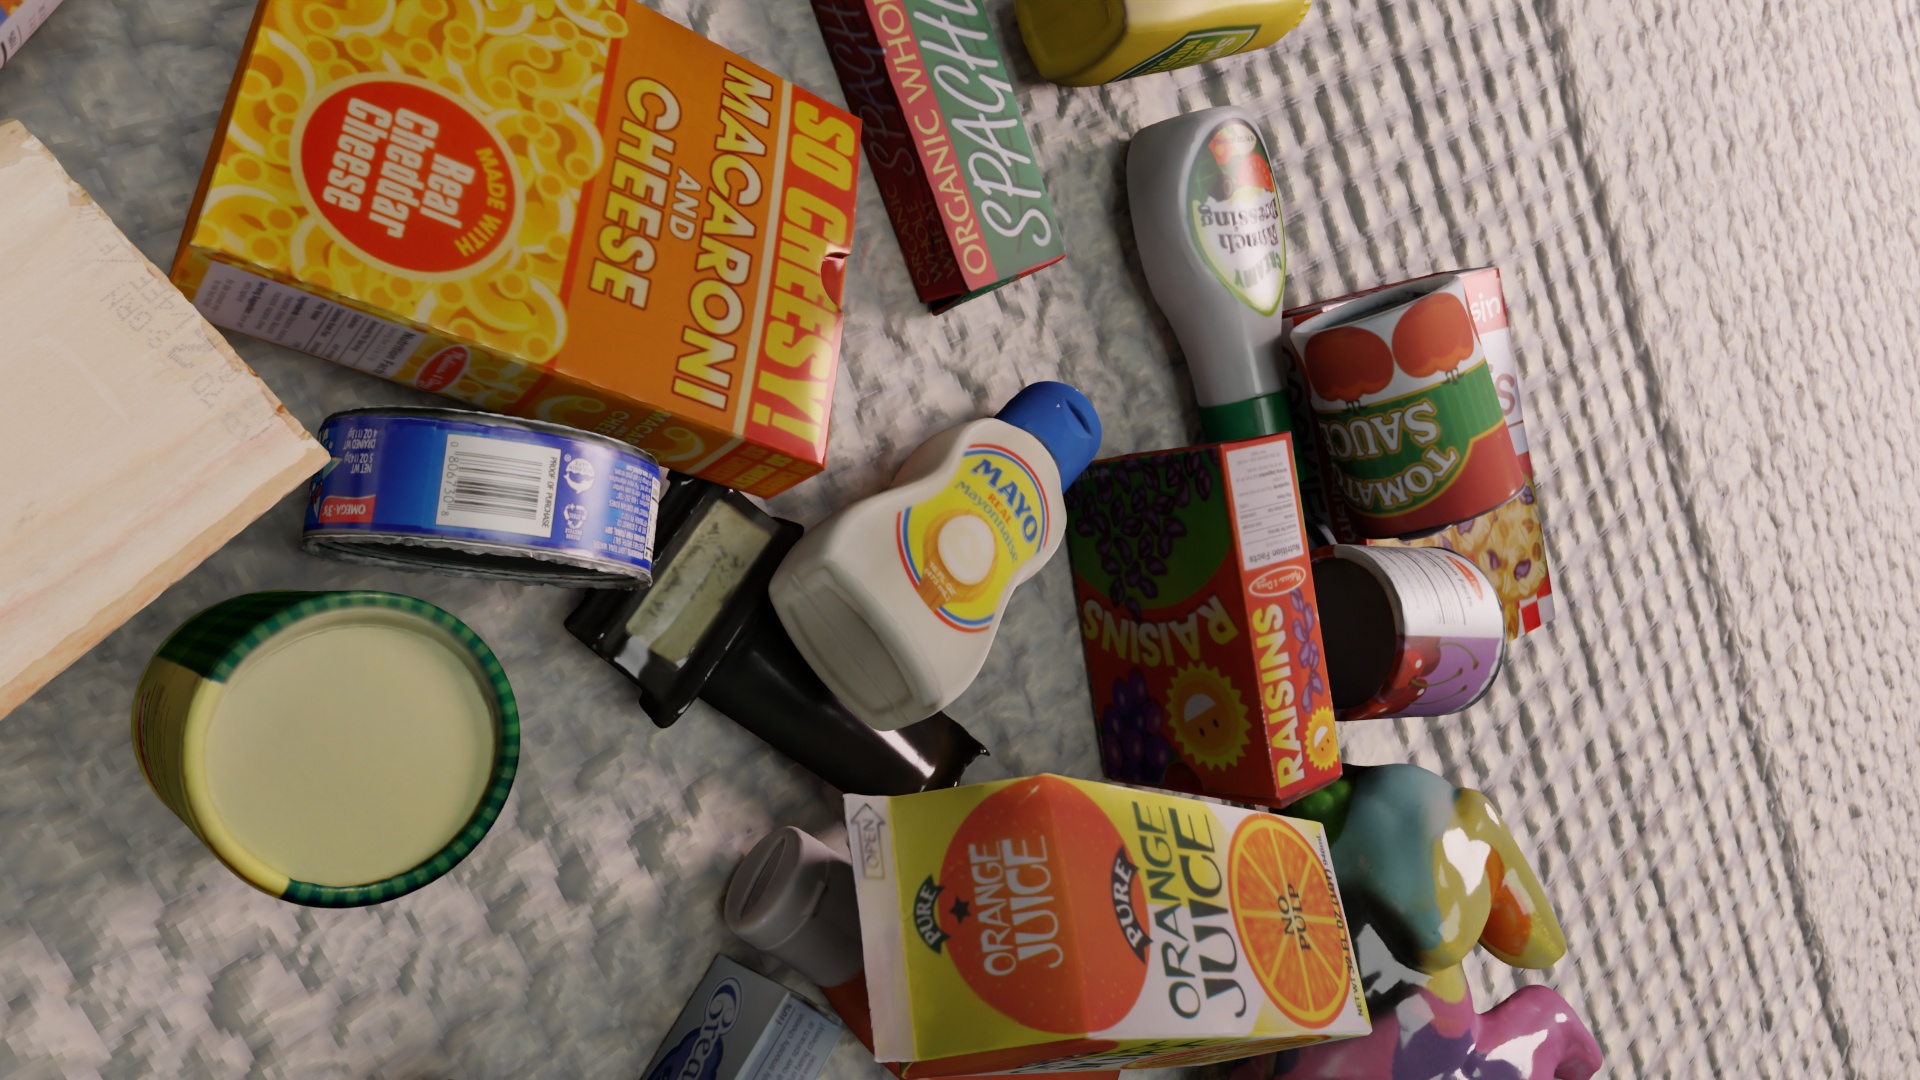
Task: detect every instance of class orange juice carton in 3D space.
[{"bbox_3d":[0.040,0.121,0.425,0.193,0.072,0.072,18,54,-43],"label":"orange juice carton"}]

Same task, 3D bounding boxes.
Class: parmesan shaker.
[{"bbox_3d":[-0.149,0.047,0.324,0.071,0.103,0.071,2,87,-35],"label":"parmesan shaker"}]

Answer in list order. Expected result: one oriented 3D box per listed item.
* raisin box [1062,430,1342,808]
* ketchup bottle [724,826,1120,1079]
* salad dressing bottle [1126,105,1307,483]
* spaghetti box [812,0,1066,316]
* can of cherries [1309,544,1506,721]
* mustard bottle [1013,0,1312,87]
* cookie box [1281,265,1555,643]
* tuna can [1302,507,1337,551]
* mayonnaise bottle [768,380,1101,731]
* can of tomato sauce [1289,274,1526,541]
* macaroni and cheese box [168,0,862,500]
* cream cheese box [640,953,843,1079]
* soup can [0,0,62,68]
[{"bbox_3d":[0.085,0.027,0.500,0.040,0.086,0.123,-12,95,-37],"label":"raisin box"},{"bbox_3d":[-0.009,0.145,0.453,0.148,0.043,0.065,41,62,-26],"label":"ketchup bottle"},{"bbox_3d":[0.104,-0.092,0.546,0.064,0.044,0.147,-18,98,-37],"label":"salad dressing bottle"},{"bbox_3d":[-0.028,-0.203,0.468,0.050,0.028,0.249,-27,103,-32],"label":"spaghetti box"},{"bbox_3d":[0.158,0.037,0.523,0.058,0.071,0.071,2,87,-35],"label":"can of cherries"},{"bbox_3d":[0.094,-0.210,0.534,0.161,0.065,0.048,-24,97,-37],"label":"mustard bottle"},{"bbox_3d":[0.199,-0.029,0.612,0.123,0.040,0.167,-17,99,-34],"label":"cookie box"},{"bbox_3d":[0.122,0.018,0.559,0.071,0.033,0.071,2,87,-35],"label":"tuna can"},{"bbox_3d":[0.002,-0.006,0.445,0.064,0.041,0.149,53,41,-10],"label":"mayonnaise bottle"},{"bbox_3d":[0.167,-0.050,0.525,0.071,0.071,0.083,-28,102,-33],"label":"can of tomato sauce"},{"bbox_3d":[-0.109,-0.094,0.383,0.166,0.040,0.124,18,64,-33],"label":"macaroni and cheese box"},{"bbox_3d":[-0.079,0.174,0.397,0.024,0.053,0.104,43,65,-24],"label":"cream cheese box"},{"bbox_3d":[-0.239,-0.121,0.290,0.071,0.071,0.084,38,67,-28],"label":"soup can"}]
